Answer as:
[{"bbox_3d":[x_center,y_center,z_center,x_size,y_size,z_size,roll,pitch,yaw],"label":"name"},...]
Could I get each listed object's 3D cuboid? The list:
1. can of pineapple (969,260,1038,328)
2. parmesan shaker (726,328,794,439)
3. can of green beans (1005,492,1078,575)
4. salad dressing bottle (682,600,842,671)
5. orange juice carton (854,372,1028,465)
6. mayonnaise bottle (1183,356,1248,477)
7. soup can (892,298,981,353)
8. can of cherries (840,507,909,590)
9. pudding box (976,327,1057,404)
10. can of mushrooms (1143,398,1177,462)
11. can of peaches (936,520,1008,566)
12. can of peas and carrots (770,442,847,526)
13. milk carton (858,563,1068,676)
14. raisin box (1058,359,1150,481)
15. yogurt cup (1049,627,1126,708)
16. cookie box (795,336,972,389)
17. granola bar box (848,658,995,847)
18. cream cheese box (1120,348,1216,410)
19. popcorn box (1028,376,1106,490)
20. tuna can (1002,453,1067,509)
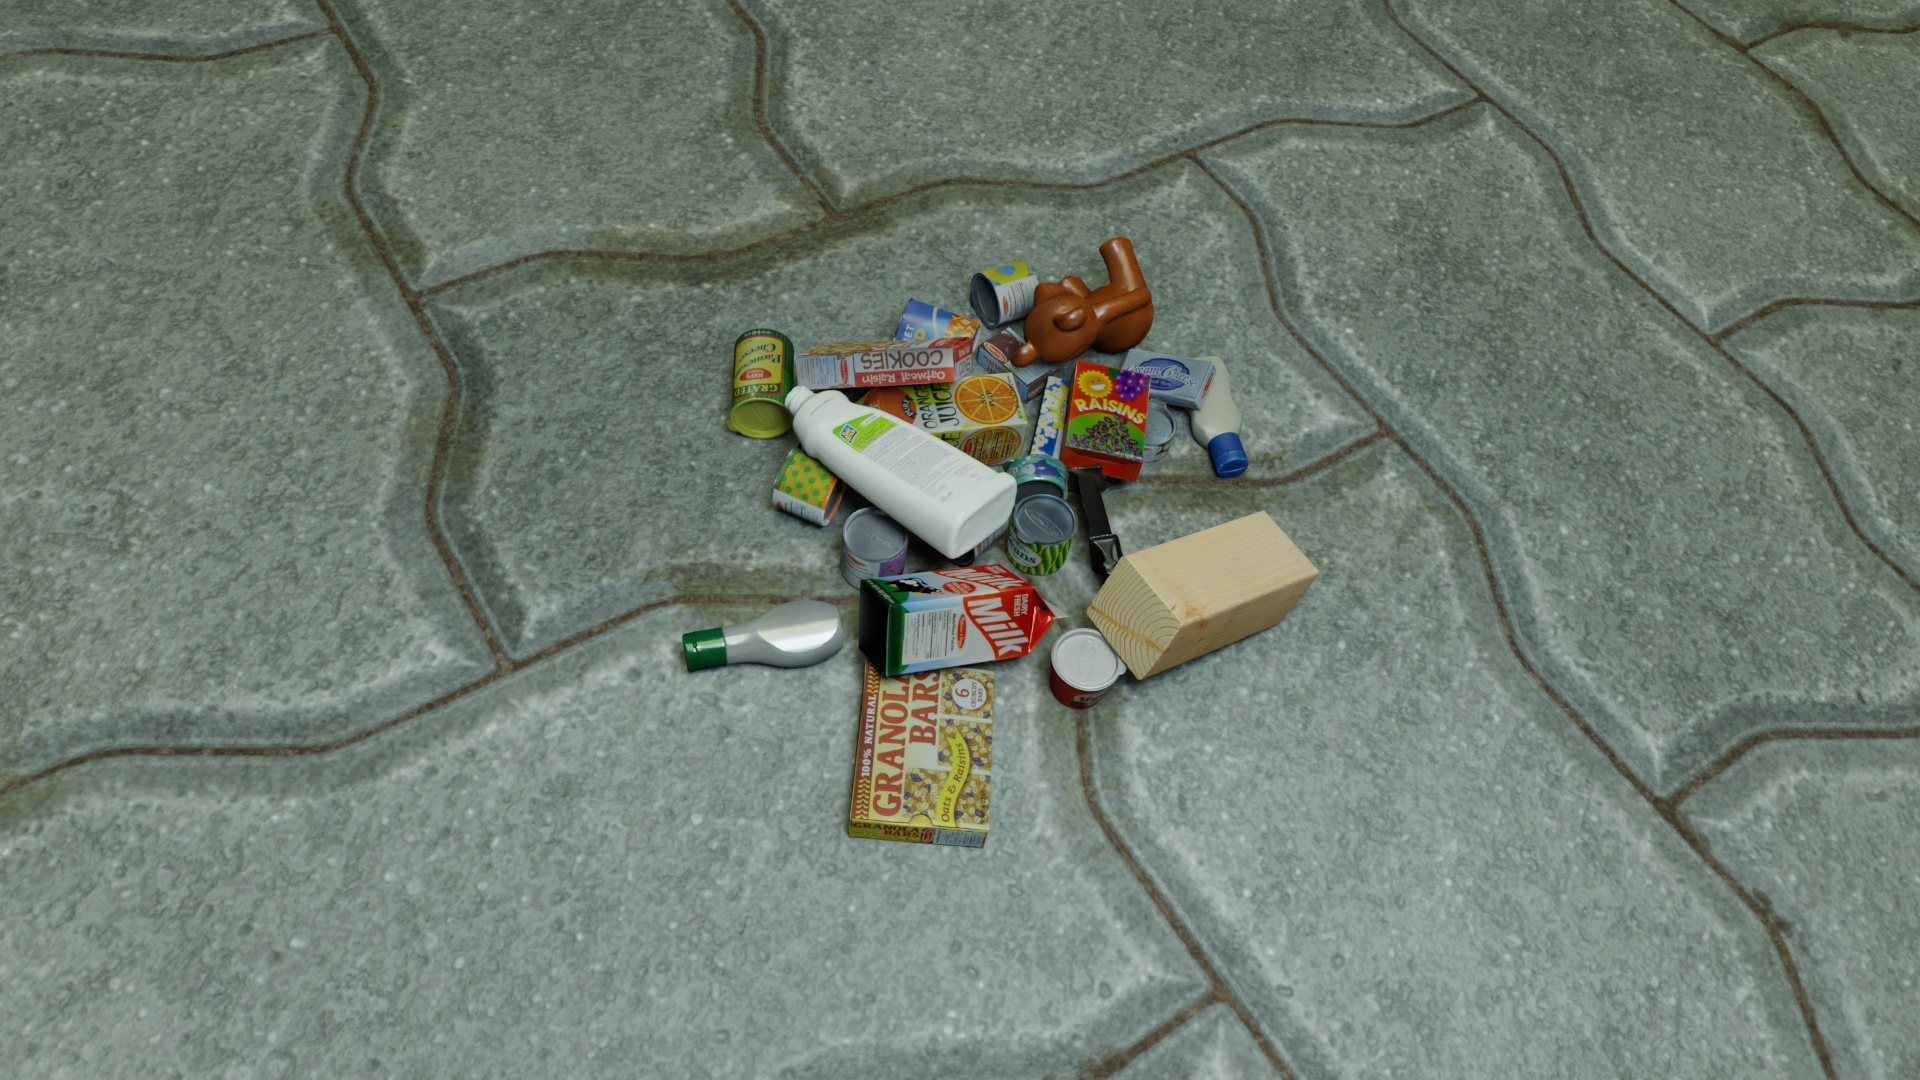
[{"bbox_3d":[0.052,-0.287,1.614,0.058,0.070,0.071,-21,61,-22],"label":"can of pineapple"},{"bbox_3d":[-0.215,-0.169,1.490,0.071,0.071,0.103,1,54,-8],"label":"parmesan shaker"},{"bbox_3d":[0.082,-0.006,1.423,0.071,0.057,0.071,4,54,-6],"label":"can of green beans"},{"bbox_3d":[-0.188,0.094,1.320,0.148,0.043,0.064,-8,58,-13],"label":"salad dressing bottle"},{"bbox_3d":[-0.032,-0.121,1.478,0.193,0.072,0.072,-7,56,-13],"label":"orange juice carton"},{"bbox_3d":[0.284,-0.139,1.560,0.065,0.041,0.149,-9,58,-5],"label":"mayonnaise bottle"},{"bbox_3d":[-0.027,-0.225,1.557,0.084,0.071,0.072,20,54,5],"label":"soup can"},{"bbox_3d":[-0.084,0.008,1.387,0.071,0.058,0.072,4,54,-5],"label":"can of cherries"},{"bbox_3d":[0.064,-0.199,1.575,0.050,0.030,0.084,-35,66,-27],"label":"pudding box"},{"bbox_3d":[0.205,-0.123,1.540,0.071,0.033,0.071,4,54,-5],"label":"can of mushrooms"},{"bbox_3d":[0.005,-0.018,1.415,0.071,0.071,0.058,37,58,17],"label":"can of peaches"},{"bbox_3d":[-0.152,-0.057,1.417,0.059,0.070,0.071,23,55,7],"label":"can of peas and carrots"},{"bbox_3d":[0.004,0.071,1.321,0.191,0.073,0.072,-6,20,-25],"label":"milk carton"},{"bbox_3d":[0.156,-0.129,1.486,0.086,0.039,0.124,11,55,-1],"label":"raisin box"},{"bbox_3d":[0.117,0.126,1.336,0.072,0.053,0.073,4,54,-6],"label":"yogurt cup"},{"bbox_3d":[-0.077,-0.190,1.475,0.167,0.040,0.123,-2,13,9],"label":"cookie box"},{"bbox_3d":[-0.034,0.193,1.275,0.124,0.038,0.166,6,54,-4],"label":"granola bar box"},{"bbox_3d":[0.229,-0.181,1.562,0.104,0.024,0.053,14,68,29],"label":"cream cheese box"},{"bbox_3d":[0.123,-0.115,1.518,0.085,0.038,0.127,14,54,1],"label":"popcorn box"},{"bbox_3d":[0.077,-0.059,1.453,0.071,0.070,0.033,4,55,-6],"label":"tuna can"}]
